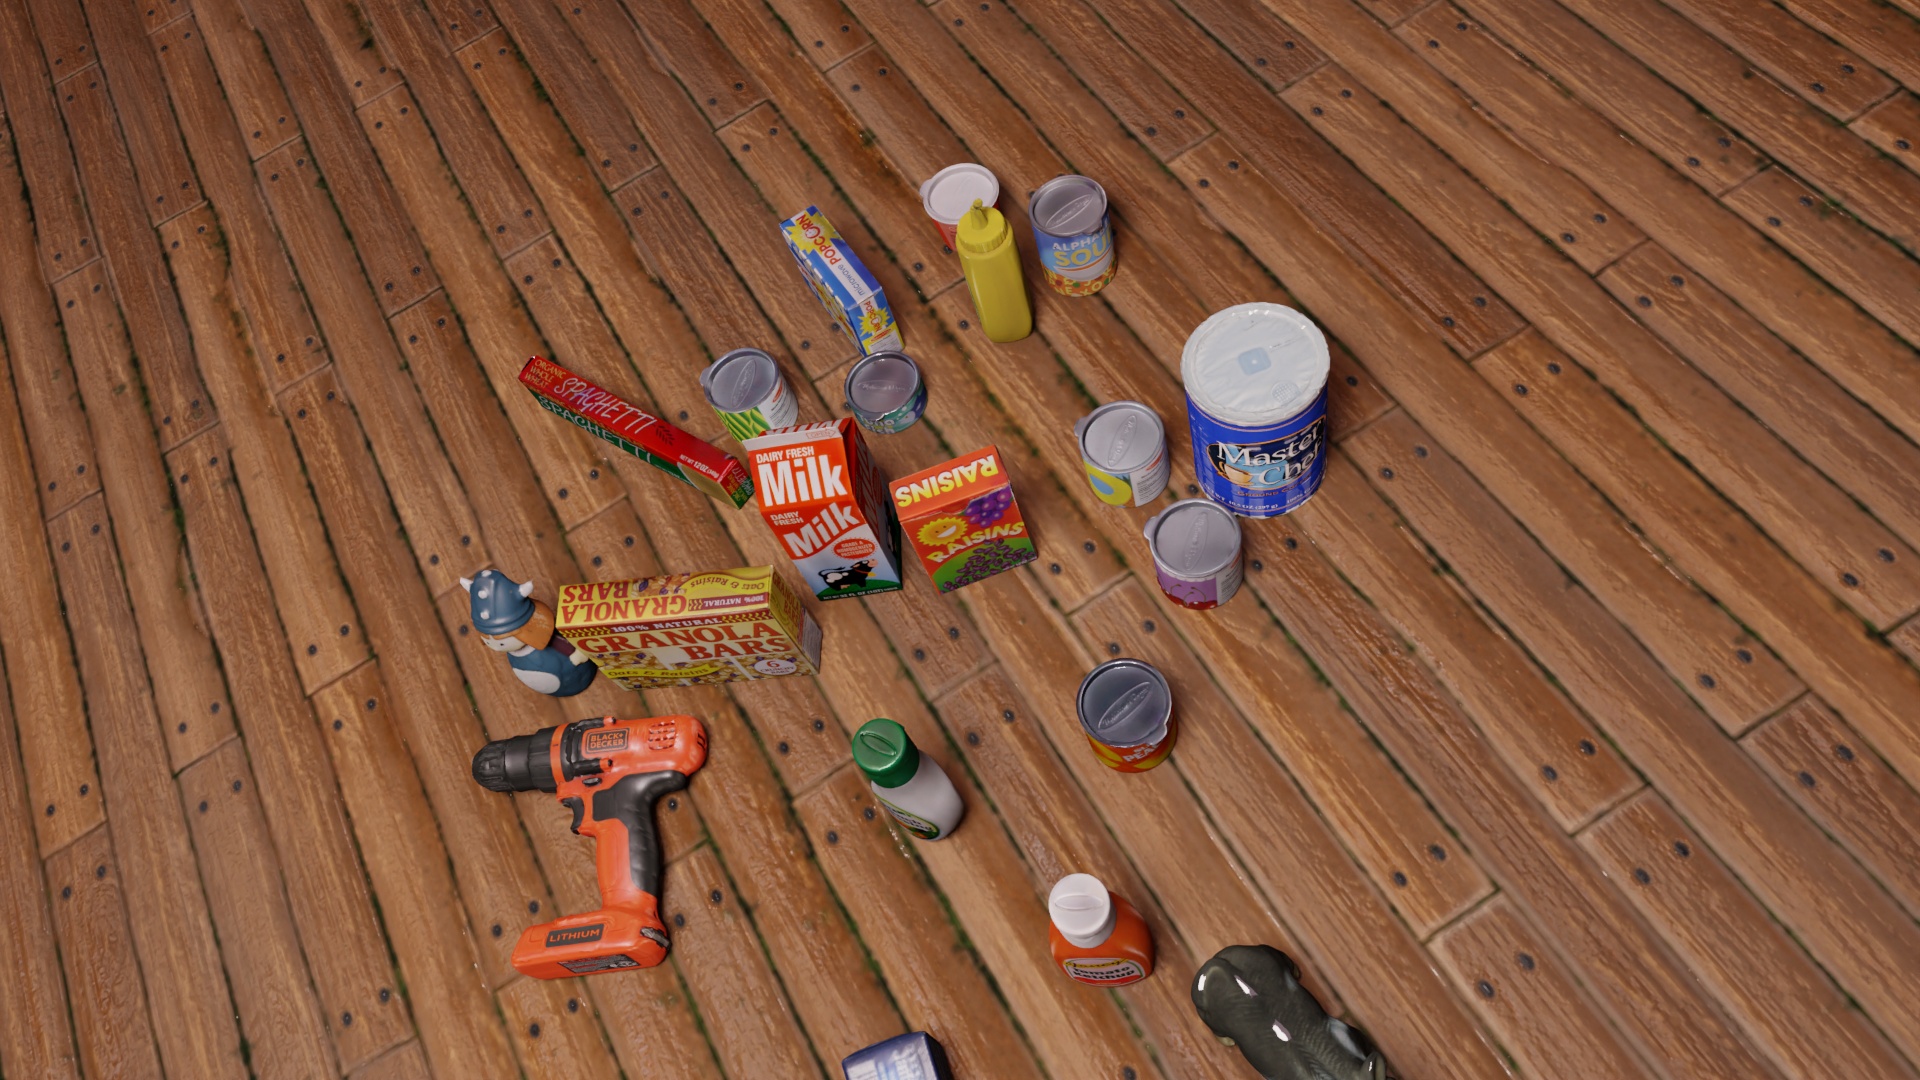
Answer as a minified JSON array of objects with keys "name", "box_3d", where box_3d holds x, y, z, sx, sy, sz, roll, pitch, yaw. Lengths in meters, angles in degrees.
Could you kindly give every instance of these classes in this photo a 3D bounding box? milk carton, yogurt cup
[{"name":"milk carton","box_3d":[-0.100,-0.030,1.043,0.072,0.189,0.074,-9,60,9]},{"name":"yogurt cup","box_3d":[0.005,-0.294,1.244,0.072,0.053,0.073,-6,61,11]}]

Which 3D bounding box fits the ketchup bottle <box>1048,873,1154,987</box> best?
[{"name":"ketchup bottle","box_3d":[0.084,0.244,0.870,0.065,0.148,0.044,-5,61,11]}]

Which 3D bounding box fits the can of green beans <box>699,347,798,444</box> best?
[{"name":"can of green beans","box_3d":[-0.179,-0.122,1.191,0.071,0.057,0.071,-6,61,11]}]

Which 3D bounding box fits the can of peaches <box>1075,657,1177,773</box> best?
[{"name":"can of peaches","box_3d":[0.120,0.126,0.980,0.071,0.058,0.071,-6,61,11]}]

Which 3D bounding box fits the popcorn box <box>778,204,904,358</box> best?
[{"name":"popcorn box","box_3d":[-0.103,-0.221,1.211,0.038,0.085,0.127,-34,59,-5]}]

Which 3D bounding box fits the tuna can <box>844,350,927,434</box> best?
[{"name":"tuna can","box_3d":[-0.063,-0.123,1.178,0.071,0.032,0.071,-6,61,11]}]

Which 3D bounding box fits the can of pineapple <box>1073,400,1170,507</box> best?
[{"name":"can of pineapple","box_3d":[0.128,-0.068,1.086,0.071,0.057,0.071,-6,61,11]}]

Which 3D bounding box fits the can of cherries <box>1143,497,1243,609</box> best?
[{"name":"can of cherries","box_3d":[0.174,0.010,1.031,0.071,0.058,0.072,-6,61,11]}]

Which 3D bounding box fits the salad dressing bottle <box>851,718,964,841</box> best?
[{"name":"salad dressing bottle","box_3d":[-0.037,0.163,0.946,0.064,0.147,0.044,25,70,24]}]

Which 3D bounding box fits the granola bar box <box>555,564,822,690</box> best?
[{"name":"granola bar box","box_3d":[-0.202,0.069,1.051,0.165,0.123,0.039,-6,61,11]}]

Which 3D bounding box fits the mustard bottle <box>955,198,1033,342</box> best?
[{"name":"mustard bottle","box_3d":[0.026,-0.228,1.140,0.049,0.159,0.065,-12,60,7]}]

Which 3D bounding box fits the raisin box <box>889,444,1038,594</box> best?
[{"name":"raisin box","box_3d":[0.004,-0.013,1.047,0.086,0.123,0.040,-19,59,3]}]

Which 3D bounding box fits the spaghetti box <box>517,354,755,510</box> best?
[{"name":"spaghetti box","box_3d":[-0.284,-0.096,1.206,0.250,0.050,0.029,26,71,25]}]

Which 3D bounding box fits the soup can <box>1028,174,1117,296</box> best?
[{"name":"soup can","box_3d":[0.098,-0.256,1.182,0.071,0.083,0.071,-6,61,11]}]
